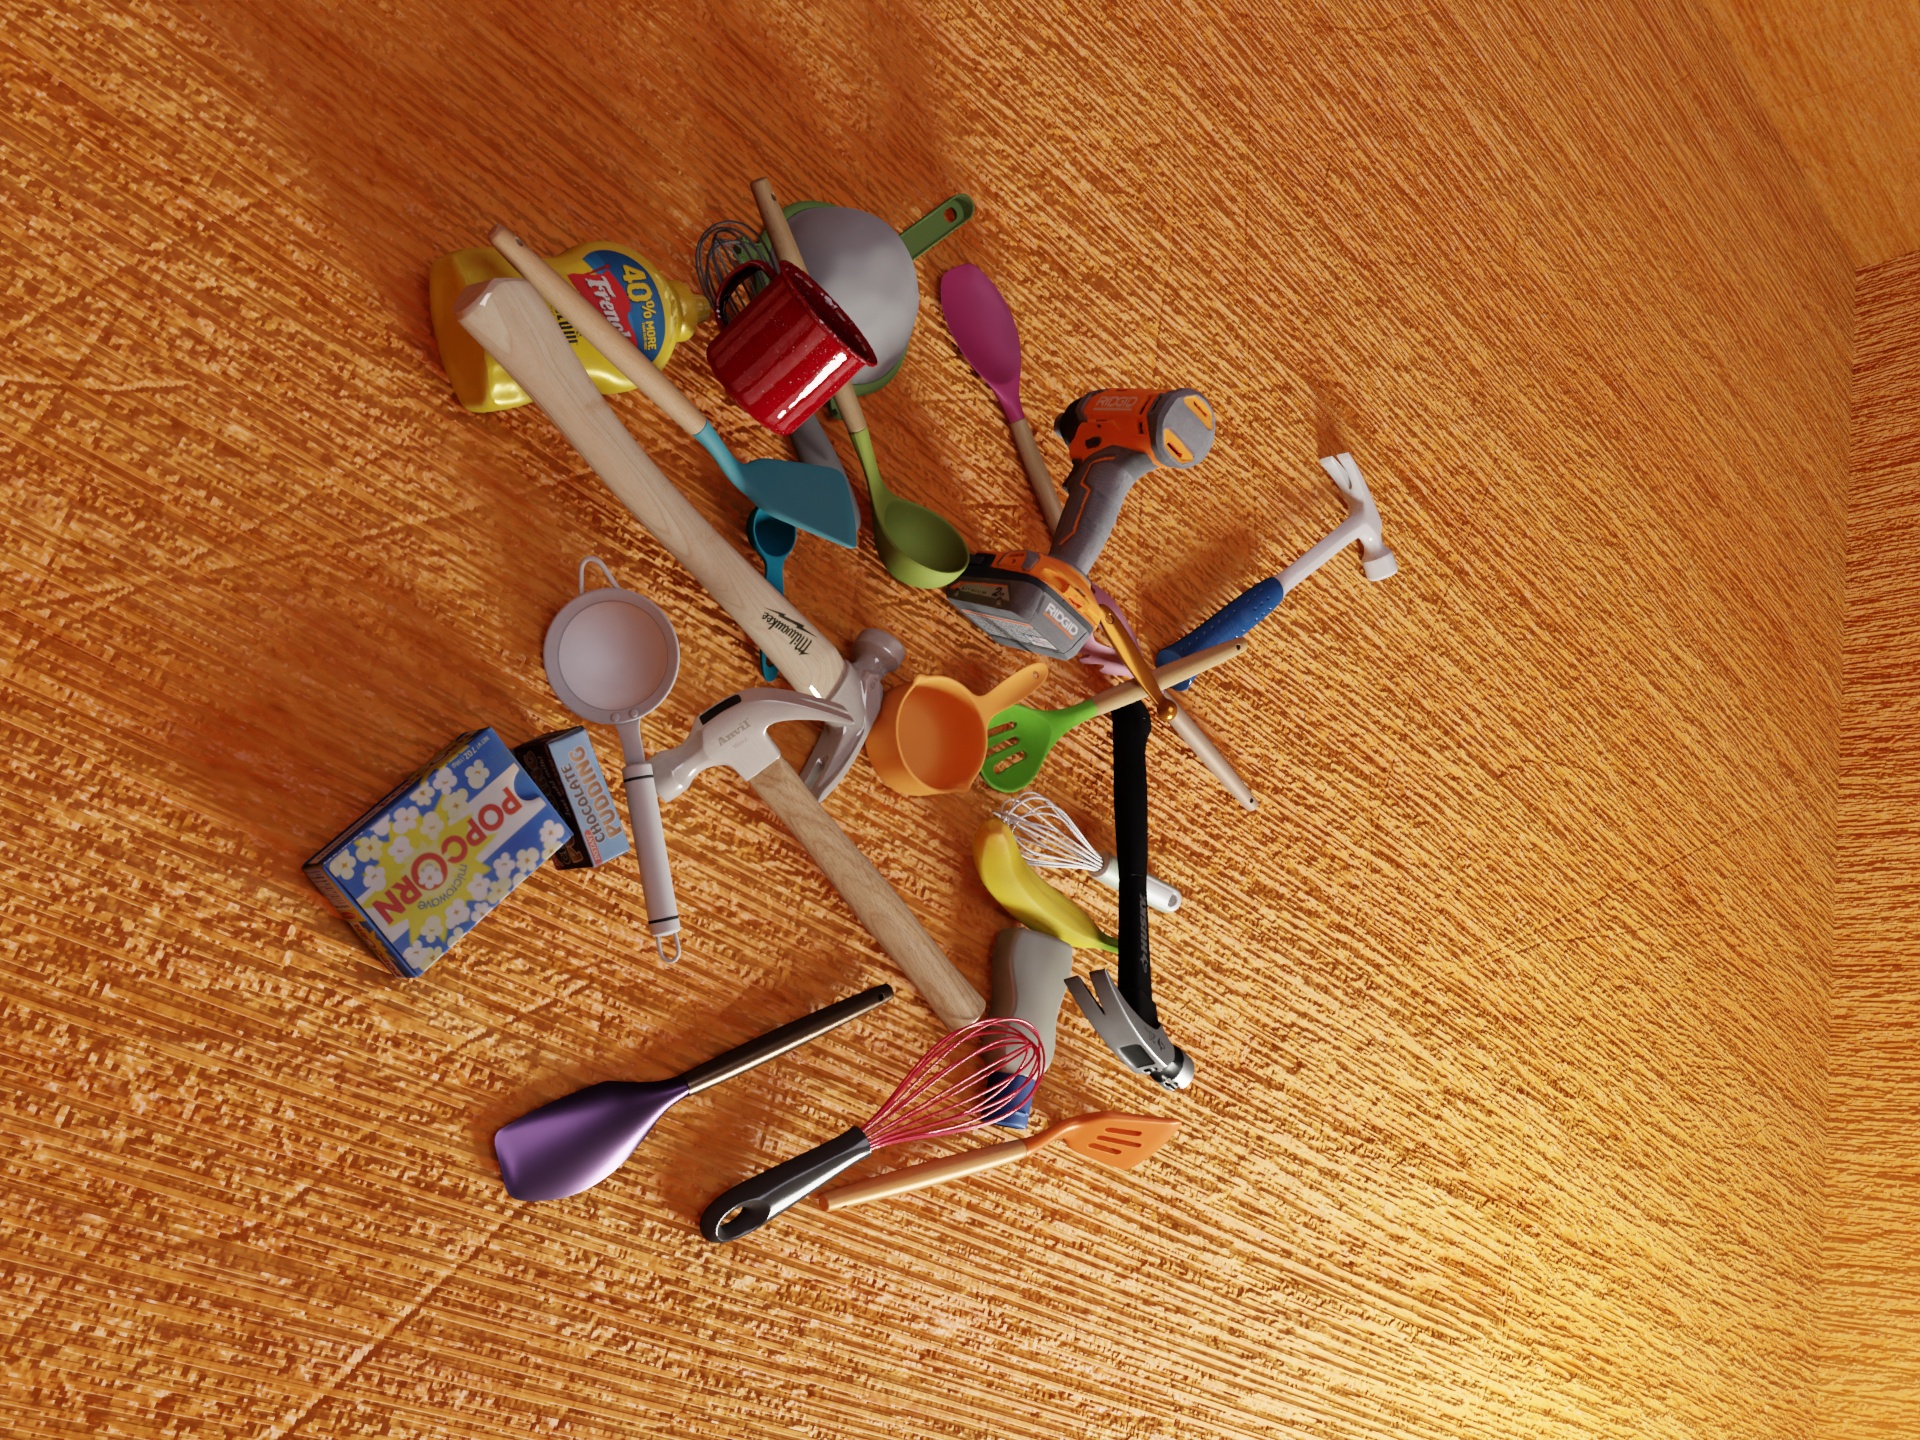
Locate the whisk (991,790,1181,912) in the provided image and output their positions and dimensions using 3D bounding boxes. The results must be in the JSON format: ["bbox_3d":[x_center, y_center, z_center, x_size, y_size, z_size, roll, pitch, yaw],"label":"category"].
[{"bbox_3d":[0.110,0.116,1.311,0.246,0.059,0.058,29,82,-43],"label":"whisk"}]

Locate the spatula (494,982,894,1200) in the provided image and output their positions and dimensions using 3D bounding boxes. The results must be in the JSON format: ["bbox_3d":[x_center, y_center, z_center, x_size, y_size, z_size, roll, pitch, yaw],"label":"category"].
[{"bbox_3d":[-0.161,0.233,1.046,0.316,0.018,0.060,-19,97,-43],"label":"spatula"}]

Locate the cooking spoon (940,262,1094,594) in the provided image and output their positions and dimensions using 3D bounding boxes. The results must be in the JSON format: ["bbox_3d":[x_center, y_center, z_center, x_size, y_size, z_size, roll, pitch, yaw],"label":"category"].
[{"bbox_3d":[0.056,-0.228,1.336,0.069,0.017,0.318,-32,105,-34],"label":"cooking spoon"}]

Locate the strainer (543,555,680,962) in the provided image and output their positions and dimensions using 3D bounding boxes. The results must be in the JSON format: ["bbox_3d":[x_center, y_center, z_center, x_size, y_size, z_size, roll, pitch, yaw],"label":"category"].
[{"bbox_3d":[-0.206,0.025,1.004,0.050,0.087,0.258,50,29,-85],"label":"strainer"}]

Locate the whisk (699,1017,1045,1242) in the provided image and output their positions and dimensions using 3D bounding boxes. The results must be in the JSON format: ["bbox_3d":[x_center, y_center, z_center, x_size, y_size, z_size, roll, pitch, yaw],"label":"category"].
[{"bbox_3d":[-0.054,0.284,1.109,0.296,0.073,0.073,-22,99,-35],"label":"whisk"}]

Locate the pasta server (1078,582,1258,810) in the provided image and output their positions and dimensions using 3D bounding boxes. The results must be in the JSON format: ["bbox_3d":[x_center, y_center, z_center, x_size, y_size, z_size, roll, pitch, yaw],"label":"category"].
[{"bbox_3d":[0.183,-0.011,1.412,0.060,0.040,0.315,-51,127,-8],"label":"pasta server"}]

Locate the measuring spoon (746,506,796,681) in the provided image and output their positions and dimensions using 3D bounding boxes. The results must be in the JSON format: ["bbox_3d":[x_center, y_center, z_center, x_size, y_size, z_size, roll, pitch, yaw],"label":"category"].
[{"bbox_3d":[-0.139,-0.092,1.129,0.042,0.021,0.128,1,92,-50],"label":"measuring spoon"}]

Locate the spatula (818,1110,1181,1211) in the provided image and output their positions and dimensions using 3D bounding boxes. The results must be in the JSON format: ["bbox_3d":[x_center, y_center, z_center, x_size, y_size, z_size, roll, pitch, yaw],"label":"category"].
[{"bbox_3d":[0.032,0.335,1.196,0.322,0.081,0.041,-2,51,-40],"label":"spatula"}]

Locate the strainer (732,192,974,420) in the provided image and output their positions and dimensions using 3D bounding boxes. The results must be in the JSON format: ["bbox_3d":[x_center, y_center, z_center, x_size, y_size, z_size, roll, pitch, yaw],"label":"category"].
[{"bbox_3d":[-0.048,-0.354,1.220,0.256,0.069,0.151,-47,115,-37],"label":"strainer"}]

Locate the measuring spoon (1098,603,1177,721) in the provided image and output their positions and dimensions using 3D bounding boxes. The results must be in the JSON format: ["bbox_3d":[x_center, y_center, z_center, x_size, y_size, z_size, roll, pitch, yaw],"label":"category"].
[{"bbox_3d":[0.148,-0.049,1.322,0.021,0.011,0.117,-41,103,-31],"label":"measuring spoon"}]

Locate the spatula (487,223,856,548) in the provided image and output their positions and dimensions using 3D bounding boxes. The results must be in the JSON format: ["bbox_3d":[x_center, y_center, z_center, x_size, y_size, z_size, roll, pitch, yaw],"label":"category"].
[{"bbox_3d":[-0.178,-0.213,1.027,0.317,0.044,0.082,42,28,-45],"label":"spatula"}]

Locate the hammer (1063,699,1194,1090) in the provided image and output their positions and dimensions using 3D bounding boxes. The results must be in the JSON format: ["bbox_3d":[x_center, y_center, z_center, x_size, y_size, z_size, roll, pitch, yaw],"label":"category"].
[{"bbox_3d":[0.135,0.115,1.275,0.146,0.035,0.335,44,37,-40],"label":"hammer"}]

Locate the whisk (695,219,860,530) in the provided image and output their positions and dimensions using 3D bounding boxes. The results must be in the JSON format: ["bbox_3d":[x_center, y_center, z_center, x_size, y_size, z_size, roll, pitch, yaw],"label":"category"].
[{"bbox_3d":[-0.125,-0.243,1.145,0.055,0.055,0.238,-42,116,-40],"label":"whisk"}]

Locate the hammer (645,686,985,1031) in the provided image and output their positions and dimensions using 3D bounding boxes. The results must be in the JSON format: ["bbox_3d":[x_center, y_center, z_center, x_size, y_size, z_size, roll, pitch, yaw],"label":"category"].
[{"bbox_3d":[-0.074,0.107,1.115,0.130,0.031,0.331,-36,121,-1],"label":"hammer"}]

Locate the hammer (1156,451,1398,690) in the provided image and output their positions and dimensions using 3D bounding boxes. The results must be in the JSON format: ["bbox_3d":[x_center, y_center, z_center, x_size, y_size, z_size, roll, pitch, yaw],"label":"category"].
[{"bbox_3d":[0.311,-0.138,1.557,0.405,0.035,0.144,-35,108,-42],"label":"hammer"}]

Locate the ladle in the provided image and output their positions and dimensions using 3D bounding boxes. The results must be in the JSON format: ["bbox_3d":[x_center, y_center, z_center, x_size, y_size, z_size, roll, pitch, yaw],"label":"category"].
[{"bbox_3d":[-0.073,-0.238,1.149,0.078,0.062,0.320,-64,138,-54],"label":"ladle"}]

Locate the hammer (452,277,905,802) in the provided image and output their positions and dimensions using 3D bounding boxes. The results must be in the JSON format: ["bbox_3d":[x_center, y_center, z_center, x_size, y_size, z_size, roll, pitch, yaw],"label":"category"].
[{"bbox_3d":[-0.180,-0.112,1.031,0.410,0.038,0.146,50,54,-38],"label":"hammer"}]

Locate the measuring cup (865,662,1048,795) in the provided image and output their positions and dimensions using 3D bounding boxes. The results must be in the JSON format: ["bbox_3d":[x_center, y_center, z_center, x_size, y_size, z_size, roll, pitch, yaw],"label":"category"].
[{"bbox_3d":[-0.002,-0.004,1.214,0.173,0.052,0.095,-32,103,-41],"label":"measuring cup"}]

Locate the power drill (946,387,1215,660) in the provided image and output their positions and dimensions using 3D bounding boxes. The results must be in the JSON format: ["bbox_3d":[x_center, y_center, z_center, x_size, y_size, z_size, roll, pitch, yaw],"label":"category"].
[{"bbox_3d":[0.087,-0.167,1.262,0.084,0.164,0.226,39,78,-33],"label":"power drill"}]

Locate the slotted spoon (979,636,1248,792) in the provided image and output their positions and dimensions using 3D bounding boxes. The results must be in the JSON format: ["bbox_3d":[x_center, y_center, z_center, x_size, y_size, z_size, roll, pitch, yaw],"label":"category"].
[{"bbox_3d":[0.128,-0.017,1.326,0.313,0.031,0.070,-23,100,-32],"label":"slotted spoon"}]
